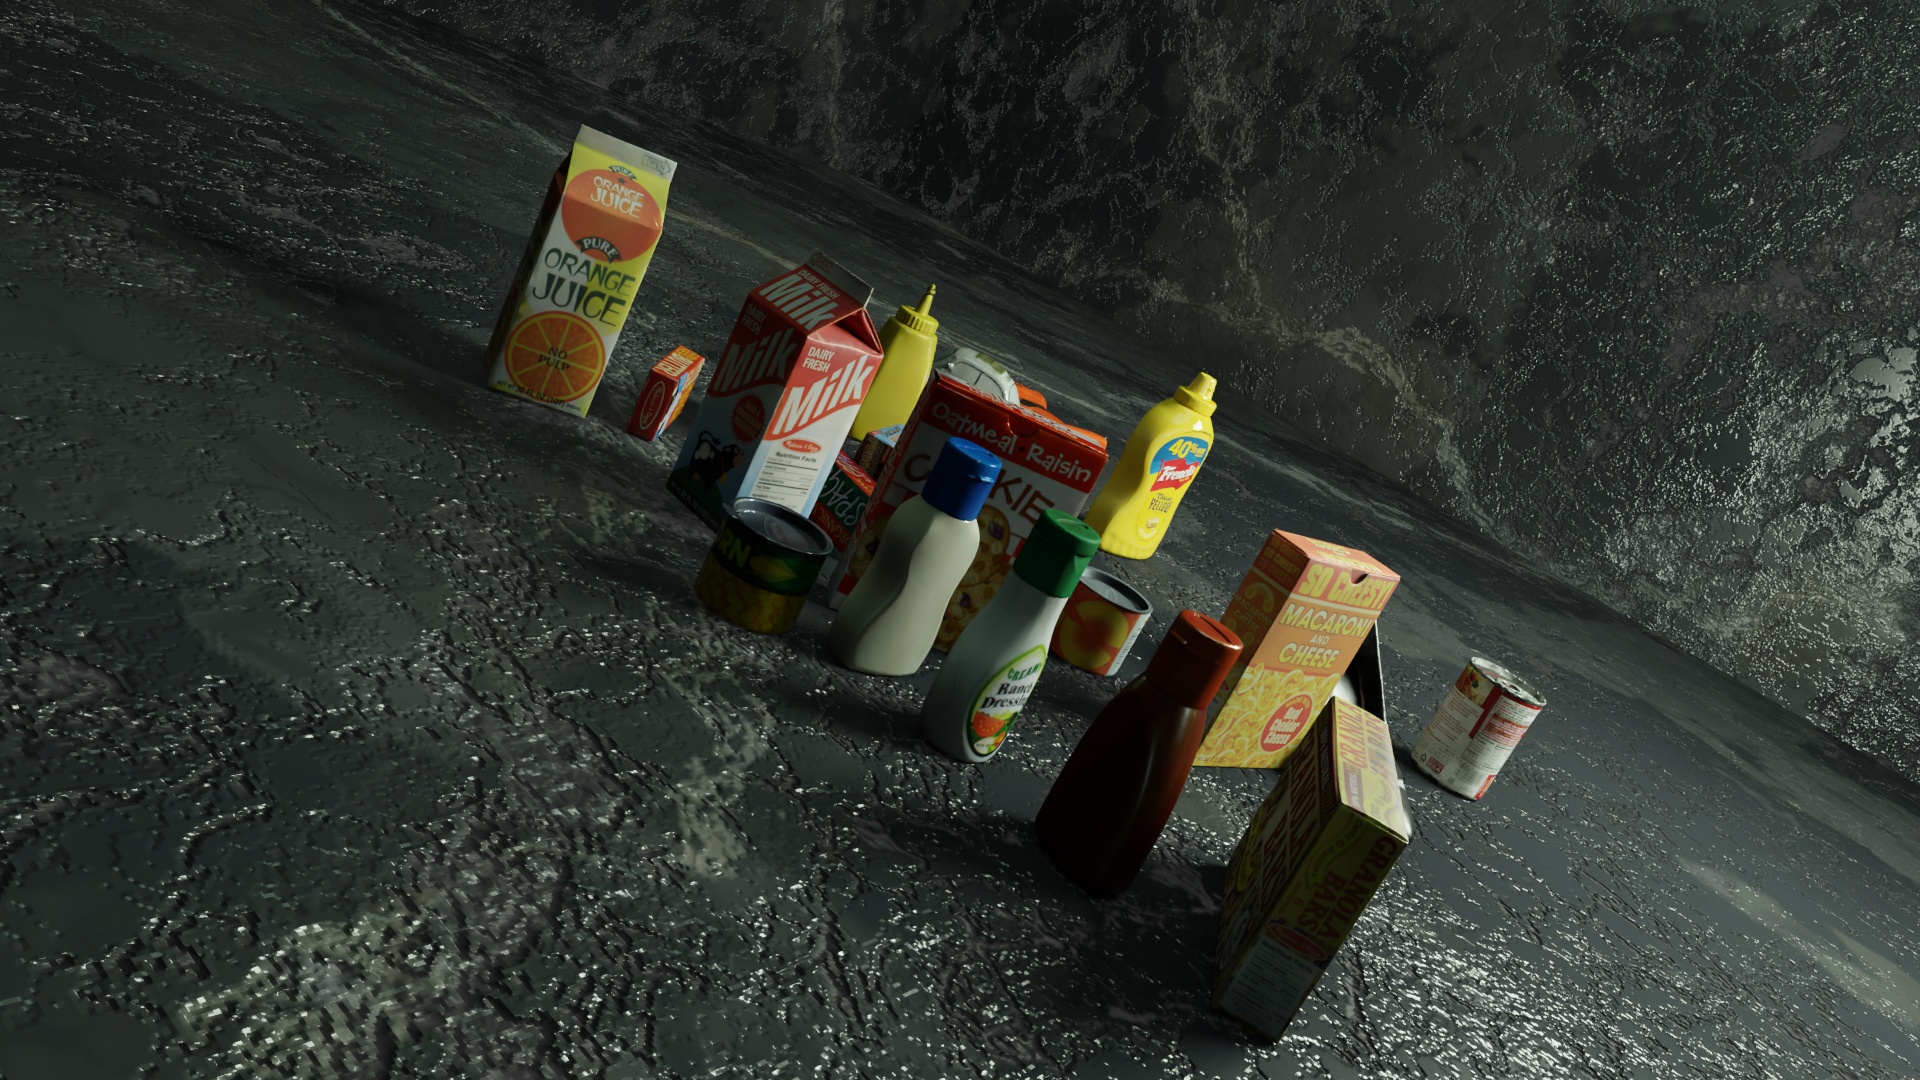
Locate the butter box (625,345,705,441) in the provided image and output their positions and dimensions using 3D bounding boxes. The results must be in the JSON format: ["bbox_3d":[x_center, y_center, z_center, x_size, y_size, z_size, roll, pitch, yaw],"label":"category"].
[{"bbox_3d":[-0.225,-0.114,1.062,0.024,0.053,0.104,25,16,-7],"label":"butter box"}]

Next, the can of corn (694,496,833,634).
[{"bbox_3d":[-0.120,0.014,0.827,0.071,0.058,0.071,25,16,-8],"label":"can of corn"}]

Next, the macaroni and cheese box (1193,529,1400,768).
[{"bbox_3d":[0.222,0.080,0.965,0.124,0.166,0.040,11,23,-44],"label":"macaroni and cheese box"}]

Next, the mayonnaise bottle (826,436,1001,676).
[{"bbox_3d":[-0.023,0.011,0.829,0.065,0.147,0.041,11,22,-44],"label":"mayonnaise bottle"}]

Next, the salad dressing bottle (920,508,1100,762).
[{"bbox_3d":[0.029,0.053,0.781,0.044,0.147,0.064,38,19,34],"label":"salad dressing bottle"}]

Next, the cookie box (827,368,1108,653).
[{"bbox_3d":[0.003,-0.011,0.902,0.123,0.167,0.040,23,16,-15],"label":"cookie box"}]

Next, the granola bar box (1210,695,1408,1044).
[{"bbox_3d":[0.179,0.163,0.723,0.039,0.124,0.166,29,16,7],"label":"granola bar box"}]

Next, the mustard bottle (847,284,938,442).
[{"bbox_3d":[-0.057,-0.165,1.289,0.065,0.159,0.049,17,19,-32],"label":"mustard bottle"}]

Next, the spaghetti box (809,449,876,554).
[{"bbox_3d":[-0.123,-0.062,1.070,0.029,0.050,0.251,12,22,-42],"label":"spaghetti box"}]

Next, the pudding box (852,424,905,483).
[{"bbox_3d":[-0.063,-0.070,1.185,0.030,0.049,0.084,30,17,11],"label":"pudding box"}]

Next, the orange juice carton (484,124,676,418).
[{"bbox_3d":[-0.270,-0.192,0.985,0.072,0.192,0.073,19,18,-28],"label":"orange juice carton"}]

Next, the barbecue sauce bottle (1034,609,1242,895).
[{"bbox_3d":[0.094,0.107,0.717,0.044,0.148,0.065,15,20,-37],"label":"barbecue sauce bottle"}]

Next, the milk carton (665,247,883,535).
[{"bbox_3d":[-0.118,-0.098,0.937,0.073,0.190,0.072,8,25,-50],"label":"milk carton"}]

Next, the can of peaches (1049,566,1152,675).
[{"bbox_3d":[0.098,0.058,1.031,0.071,0.058,0.071,25,16,-8],"label":"can of peaches"}]
